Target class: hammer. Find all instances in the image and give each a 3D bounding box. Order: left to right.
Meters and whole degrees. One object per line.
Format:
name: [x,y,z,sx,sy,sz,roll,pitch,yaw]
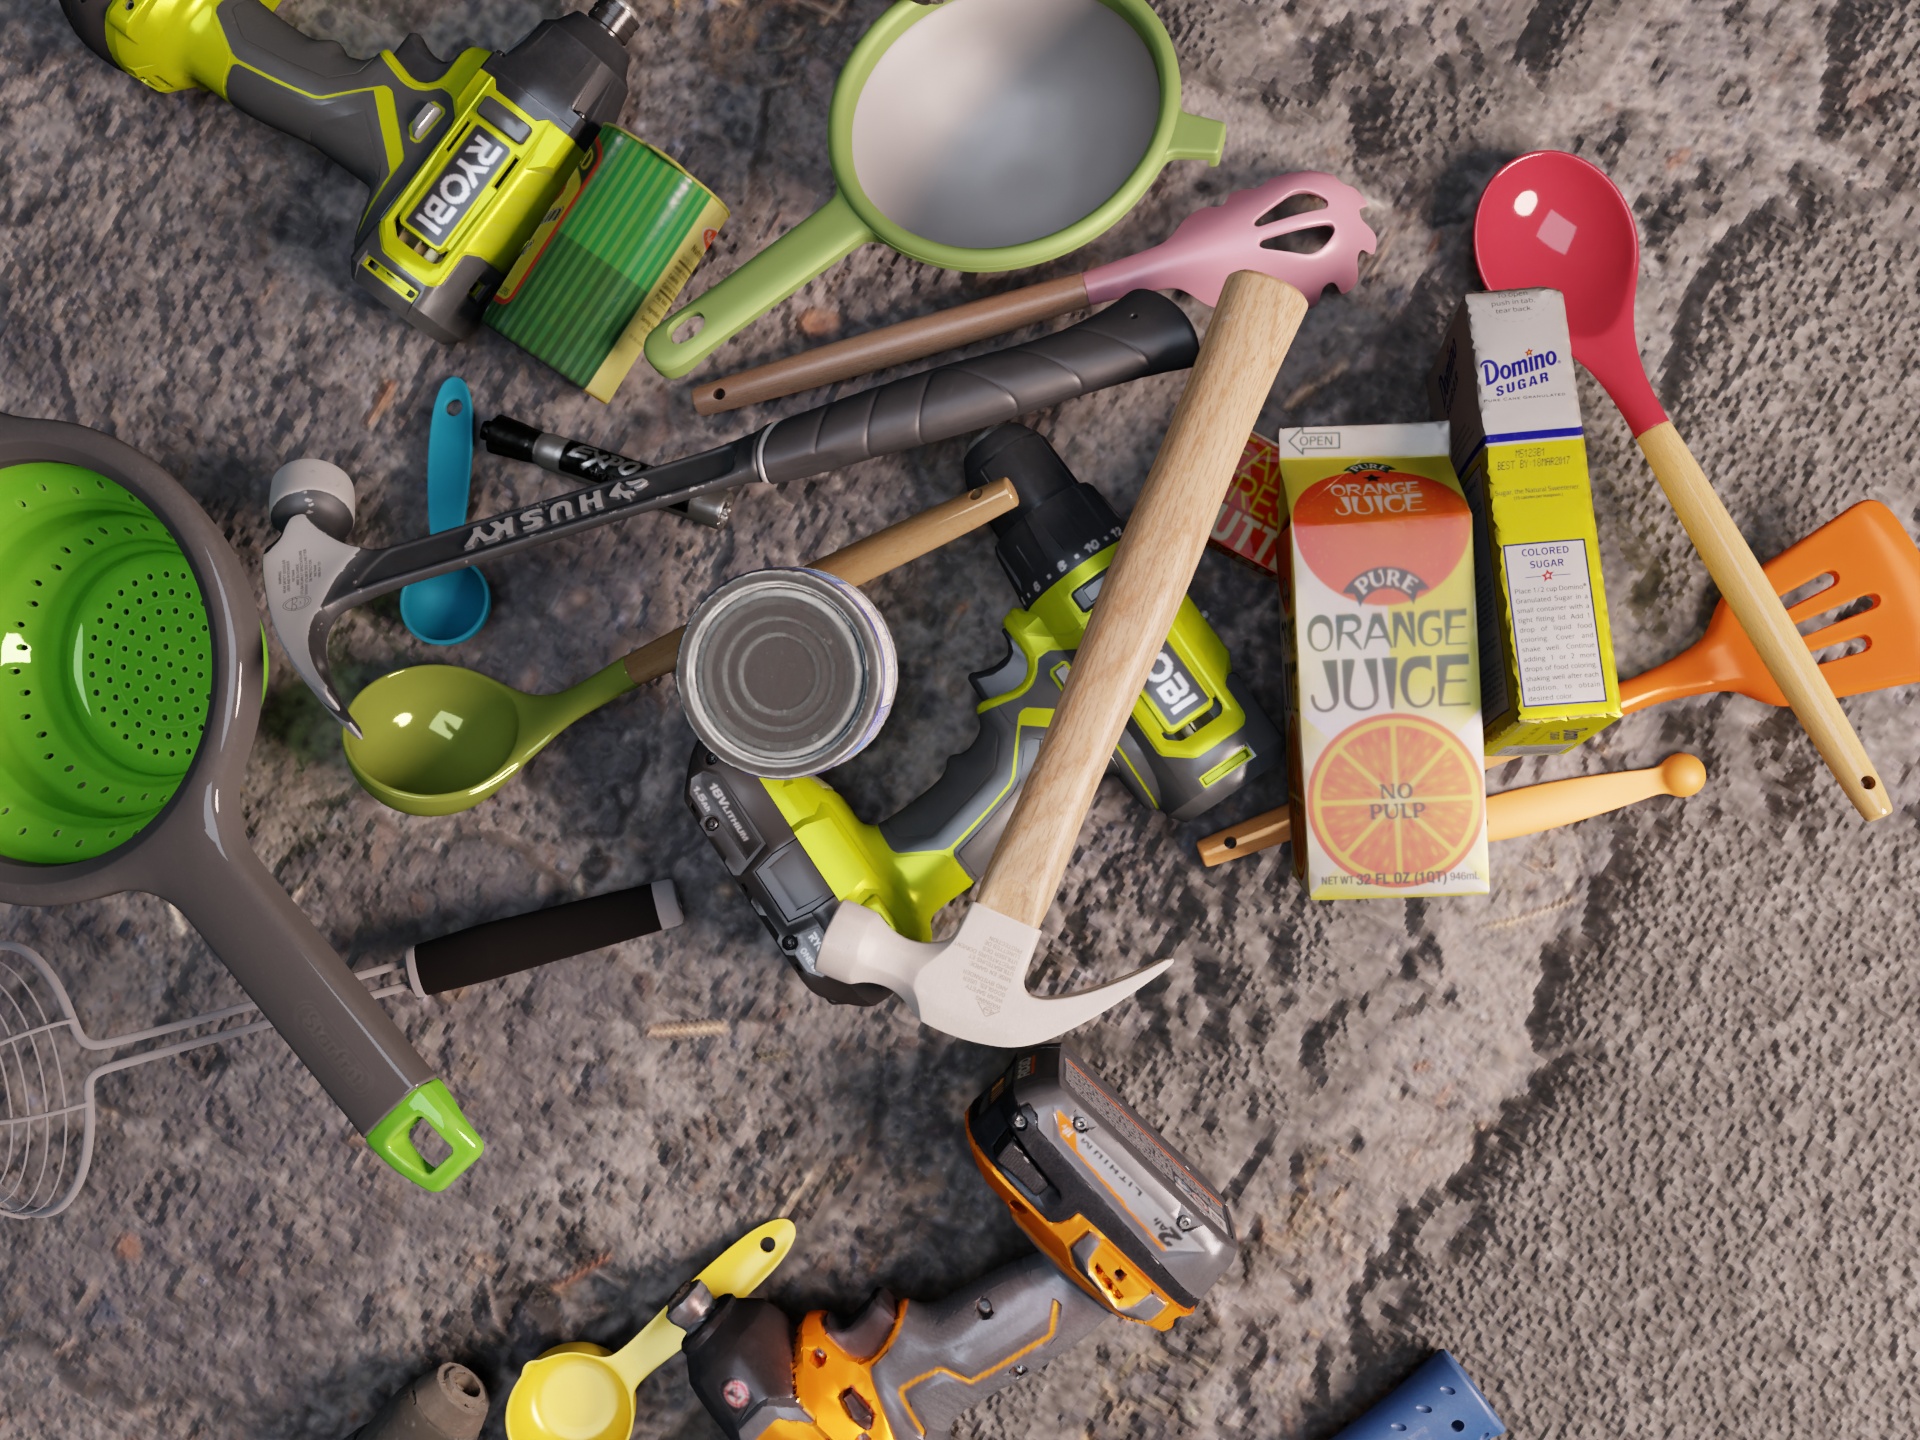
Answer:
hammer: [-0.098,-0.106,0.675,0.409,0.036,0.149,-17,51,0]
hammer: [0.061,0.411,0.707,0.405,0.035,0.144,-38,88,3]
hammer: [0.065,-0.026,0.641,0.130,0.031,0.331,23,86,4]

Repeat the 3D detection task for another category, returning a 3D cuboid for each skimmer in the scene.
skimmer: [-0.306,0.131,0.738,0.363,0.090,0.127,-15,84,-6]

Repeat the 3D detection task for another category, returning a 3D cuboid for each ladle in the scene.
ladle: [-0.125,-0.039,0.681,0.320,0.062,0.078,-23,50,16]
ladle: [0.307,-0.102,0.673,0.069,0.031,0.315,-26,78,6]

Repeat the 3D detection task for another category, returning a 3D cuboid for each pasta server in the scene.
pasta server: [0.031,-0.185,0.718,0.316,0.040,0.060,-14,89,8]

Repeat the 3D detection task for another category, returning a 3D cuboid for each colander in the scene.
colander: [-0.327,0.035,0.696,0.204,0.094,0.397,-43,83,10]

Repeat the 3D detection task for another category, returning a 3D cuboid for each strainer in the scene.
strainer: [-0.021,-0.218,0.692,0.256,0.069,0.152,-35,70,2]

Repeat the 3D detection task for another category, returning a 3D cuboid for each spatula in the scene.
spatula: [0.256,0.001,0.692,0.322,0.041,0.081,-21,79,5]

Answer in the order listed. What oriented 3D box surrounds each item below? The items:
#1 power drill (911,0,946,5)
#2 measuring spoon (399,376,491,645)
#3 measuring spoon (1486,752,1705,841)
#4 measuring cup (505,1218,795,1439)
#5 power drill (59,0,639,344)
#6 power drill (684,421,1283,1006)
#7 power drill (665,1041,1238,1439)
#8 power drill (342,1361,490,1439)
power drill: [-0.045,-0.421,0.679,0.226,0.084,0.185,28,89,12]
measuring spoon: [-0.236,-0.096,0.743,0.042,0.021,0.129,-1,81,5]
measuring spoon: [0.273,0.036,0.705,0.117,0.011,0.021,-13,89,4]
measuring cup: [-0.138,0.282,0.732,0.156,0.029,0.062,-39,90,-9]
power drill: [-0.268,-0.303,0.715,0.223,0.080,0.171,38,92,0]
power drill: [-0.001,-0.002,0.694,0.228,0.080,0.190,-35,83,1]
power drill: [-0.011,0.250,0.690,0.164,0.084,0.226,43,96,0]
power drill: [-0.225,0.421,0.710,0.227,0.080,0.188,42,92,6]
